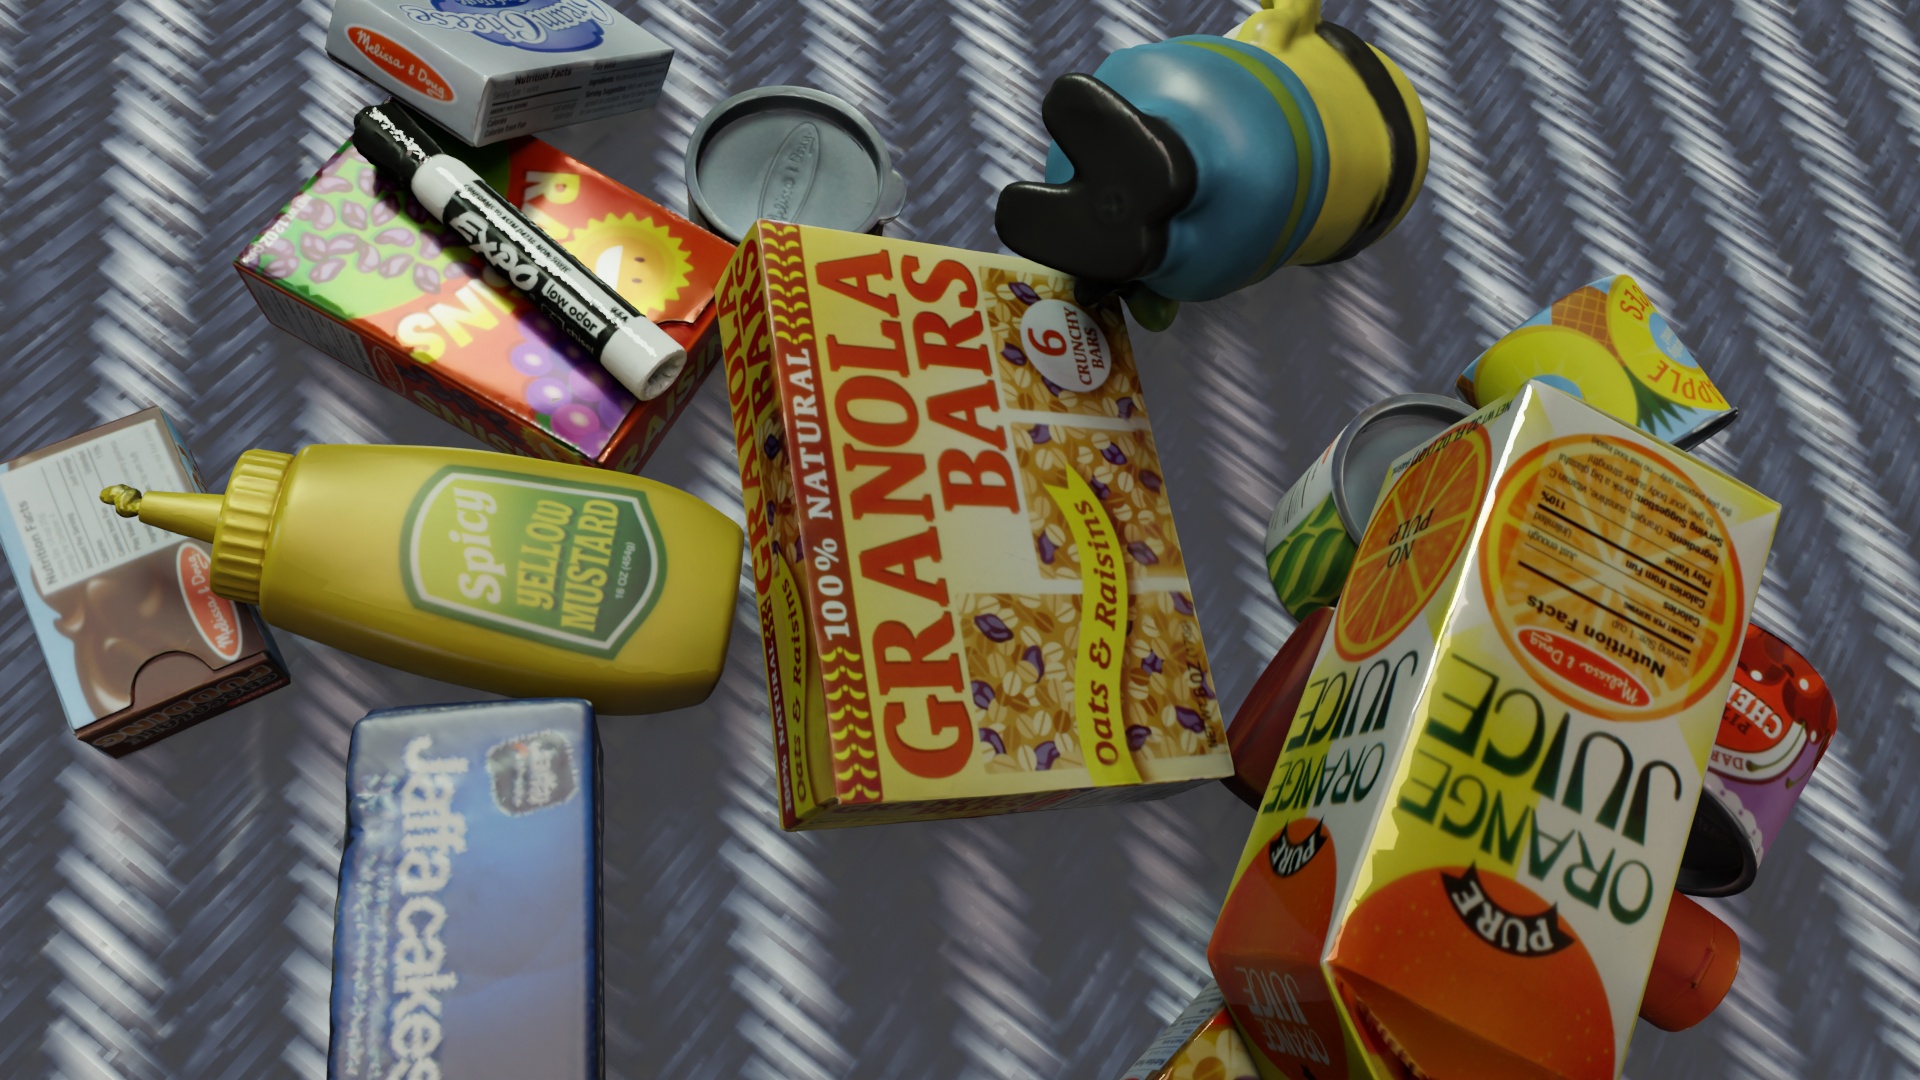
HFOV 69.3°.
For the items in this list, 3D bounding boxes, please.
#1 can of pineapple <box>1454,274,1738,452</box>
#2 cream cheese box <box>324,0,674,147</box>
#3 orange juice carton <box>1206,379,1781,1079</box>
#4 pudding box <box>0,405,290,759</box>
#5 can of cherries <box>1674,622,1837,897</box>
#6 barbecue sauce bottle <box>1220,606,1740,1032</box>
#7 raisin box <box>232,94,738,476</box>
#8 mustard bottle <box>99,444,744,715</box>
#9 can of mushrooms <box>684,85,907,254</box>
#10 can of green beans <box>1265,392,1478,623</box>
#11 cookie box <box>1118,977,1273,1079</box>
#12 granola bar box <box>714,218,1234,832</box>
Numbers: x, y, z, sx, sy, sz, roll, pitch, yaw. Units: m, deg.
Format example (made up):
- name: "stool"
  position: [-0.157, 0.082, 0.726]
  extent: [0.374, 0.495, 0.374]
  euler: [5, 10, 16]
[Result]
- name: "can of pineapple"
  position: [0.208, -0.046, 0.456]
  extent: [0.071, 0.070, 0.058]
  euler: [-24, 74, -18]
- name: "cream cheese box"
  position: [-0.139, -0.152, 0.434]
  extent: [0.053, 0.024, 0.104]
  euler: [33, 30, 4]
- name: "orange juice carton"
  position: [0.122, 0.065, 0.337]
  extent: [0.073, 0.071, 0.193]
  euler: [27, 73, -3]
- name: "pudding box"
  position: [-0.224, 0.011, 0.377]
  extent: [0.050, 0.030, 0.084]
  euler: [-26, 74, -20]
- name: "can of cherries"
  position: [0.214, 0.060, 0.411]
  extent: [0.071, 0.071, 0.058]
  euler: [42, 67, 8]
- name: "barbecue sauce bottle"
  position: [0.151, 0.085, 0.404]
  extent: [0.148, 0.043, 0.065]
  euler: [34, 80, 4]
- name: "raisin box"
  position: [-0.137, -0.077, 0.424]
  extent: [0.123, 0.040, 0.086]
  euler: [29, 65, 2]
- name: "mustard bottle"
  position: [-0.141, 0.006, 0.369]
  extent: [0.160, 0.048, 0.065]
  euler: [11, 66, -19]
- name: "can of mushrooms"
  position: [-0.054, -0.112, 0.456]
  extent: [0.071, 0.033, 0.071]
  euler: [4, 66, -8]
- name: "can of green beans"
  position: [0.135, -0.003, 0.431]
  extent: [0.071, 0.057, 0.071]
  euler: [4, 67, -8]
- name: "cookie box"
  position: [0.060, 0.207, 0.339]
  extent: [0.168, 0.040, 0.123]
  euler: [-39, 79, -22]
- name: "granola bar box"
  position: [0.001, -0.005, 0.400]
  extent: [0.124, 0.039, 0.166]
  euler: [2, 66, -29]
